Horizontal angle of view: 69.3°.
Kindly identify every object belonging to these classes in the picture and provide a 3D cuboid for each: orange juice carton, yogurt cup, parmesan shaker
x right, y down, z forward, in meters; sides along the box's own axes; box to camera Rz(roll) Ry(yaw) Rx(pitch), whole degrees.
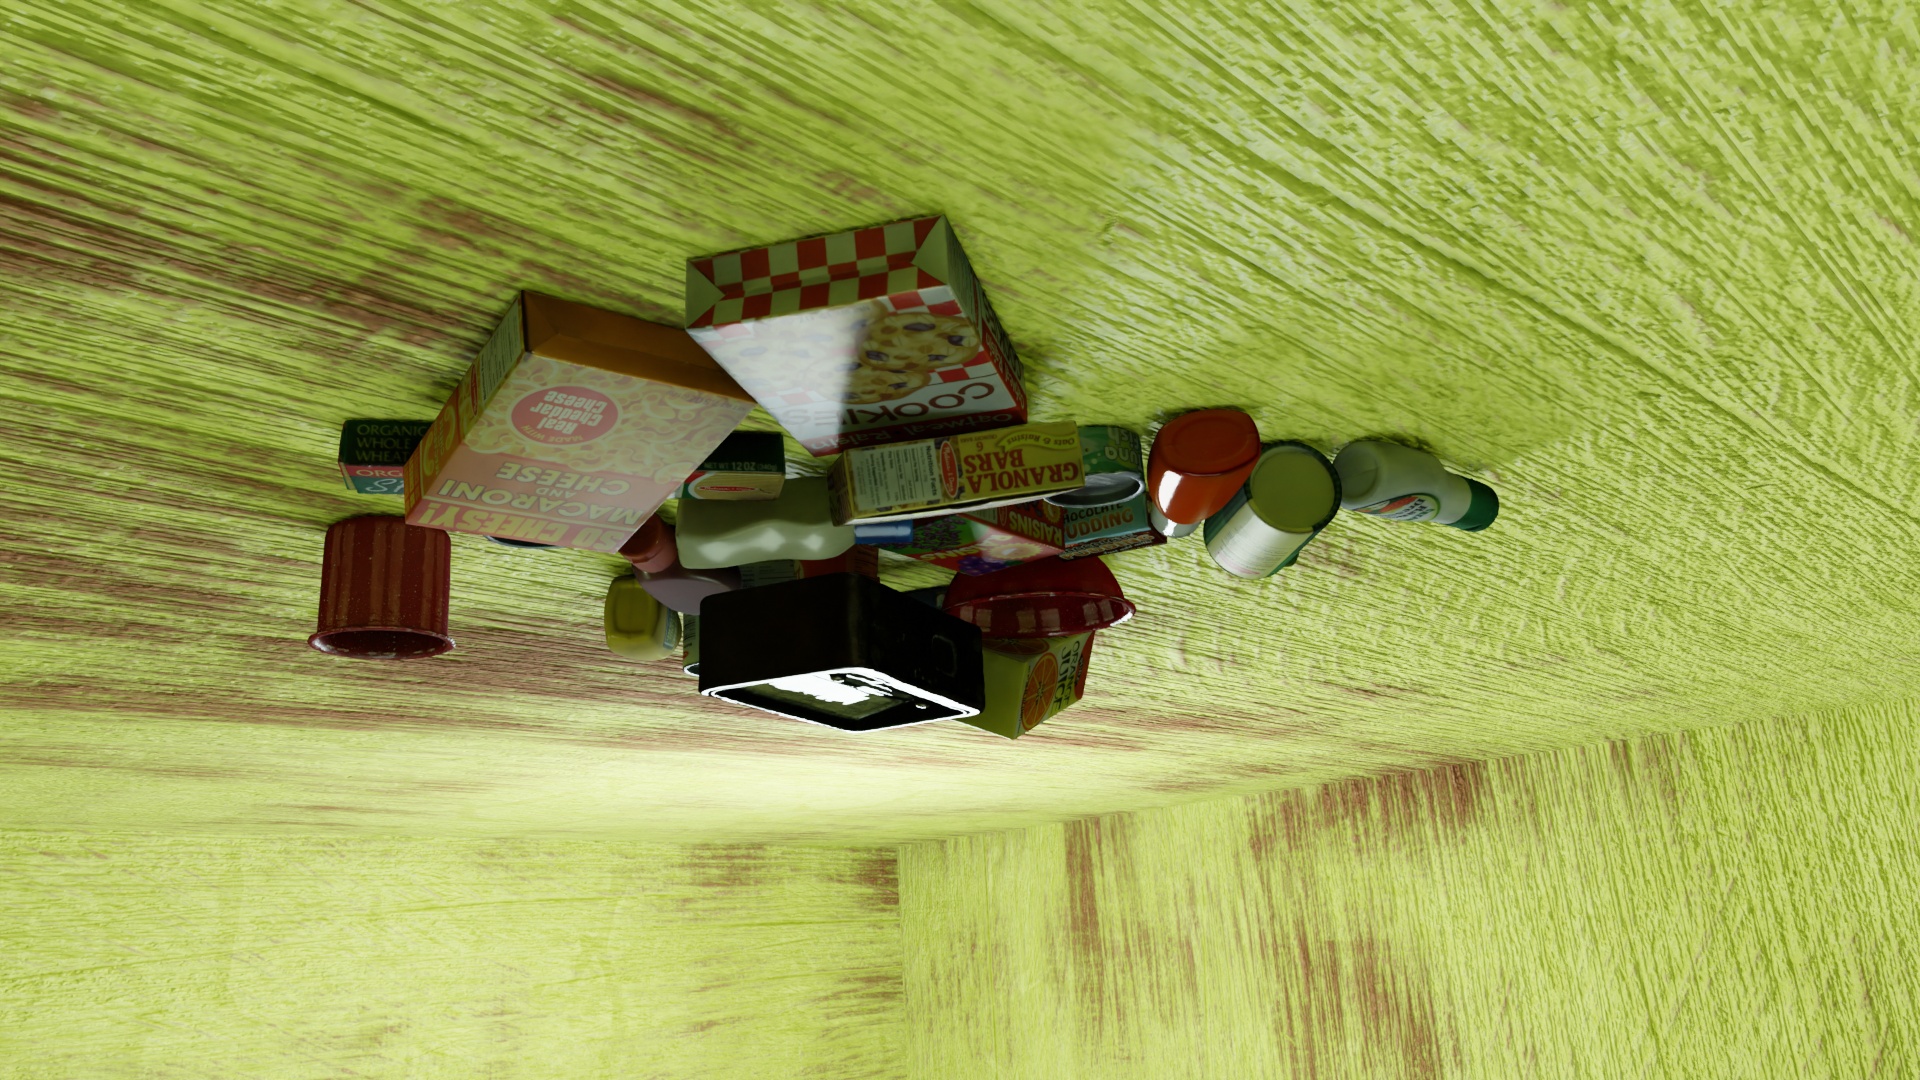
[{"bbox_3d":[0.062,0.110,1.229,0.073,0.071,0.193,15,-165,25],"label":"orange juice carton"},{"bbox_3d":[-0.093,0.026,1.042,0.072,0.054,0.072,-4,163,-1],"label":"yogurt cup"},{"bbox_3d":[0.212,-0.018,0.940,0.071,0.071,0.102,-2,162,-7],"label":"parmesan shaker"}]

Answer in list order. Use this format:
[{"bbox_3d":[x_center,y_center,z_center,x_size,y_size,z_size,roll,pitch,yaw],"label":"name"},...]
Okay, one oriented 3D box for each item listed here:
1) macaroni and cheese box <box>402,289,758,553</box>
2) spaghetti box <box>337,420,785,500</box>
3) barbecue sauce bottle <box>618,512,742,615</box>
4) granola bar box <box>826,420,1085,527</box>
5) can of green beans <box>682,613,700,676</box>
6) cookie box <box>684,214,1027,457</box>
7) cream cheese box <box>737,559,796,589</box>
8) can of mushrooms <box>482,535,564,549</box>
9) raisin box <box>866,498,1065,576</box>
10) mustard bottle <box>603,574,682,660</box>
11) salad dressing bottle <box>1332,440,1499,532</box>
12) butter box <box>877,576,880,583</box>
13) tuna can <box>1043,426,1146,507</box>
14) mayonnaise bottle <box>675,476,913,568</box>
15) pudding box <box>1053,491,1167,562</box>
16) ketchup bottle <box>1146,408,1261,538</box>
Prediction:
[{"bbox_3d":[-0.201,-0.055,0.726,0.124,0.040,0.165,10,146,-38],"label":"macaroni and cheese box"},{"bbox_3d":[-0.230,-0.046,0.821,0.250,0.029,0.050,1,162,-15],"label":"spaghetti box"},{"bbox_3d":[-0.208,0.016,1.004,0.065,0.044,0.148,-6,162,7],"label":"barbecue sauce bottle"},{"bbox_3d":[-0.009,-0.035,0.793,0.124,0.039,0.165,-8,180,-9],"label":"granola bar box"},{"bbox_3d":[-0.206,0.083,1.198,0.071,0.058,0.071,-3,163,-1],"label":"can of green beans"},{"bbox_3d":[-0.044,-0.095,0.685,0.123,0.040,0.167,-8,162,13],"label":"cookie box"},{"bbox_3d":[-0.160,0.035,1.108,0.104,0.024,0.053,-3,162,-3],"label":"cream cheese box"},{"bbox_3d":[-0.270,-0.019,0.892,0.071,0.033,0.071,-3,162,-1],"label":"can of mushrooms"},{"bbox_3d":[0.003,-0.012,0.966,0.086,0.040,0.123,-18,157,36],"label":"raisin box"},{"bbox_3d":[-0.256,0.069,1.140,0.049,0.065,0.160,3,168,-3],"label":"mustard bottle"},{"bbox_3d":[0.315,-0.034,0.952,0.148,0.044,0.064,10,160,-38],"label":"salad dressing bottle"},{"bbox_3d":[-0.106,0.066,1.173,0.024,0.053,0.103,8,160,-41],"label":"butter box"},{"bbox_3d":[0.085,-0.047,0.879,0.071,0.033,0.071,-4,163,-1],"label":"tuna can"},{"bbox_3d":[-0.105,-0.014,0.891,0.148,0.065,0.041,-2,131,-3],"label":"mayonnaise bottle"},{"bbox_3d":[0.103,-0.010,1.009,0.083,0.030,0.049,-11,161,22],"label":"pudding box"},{"bbox_3d":[0.150,-0.038,0.902,0.065,0.043,0.148,-8,163,-2],"label":"ketchup bottle"}]
